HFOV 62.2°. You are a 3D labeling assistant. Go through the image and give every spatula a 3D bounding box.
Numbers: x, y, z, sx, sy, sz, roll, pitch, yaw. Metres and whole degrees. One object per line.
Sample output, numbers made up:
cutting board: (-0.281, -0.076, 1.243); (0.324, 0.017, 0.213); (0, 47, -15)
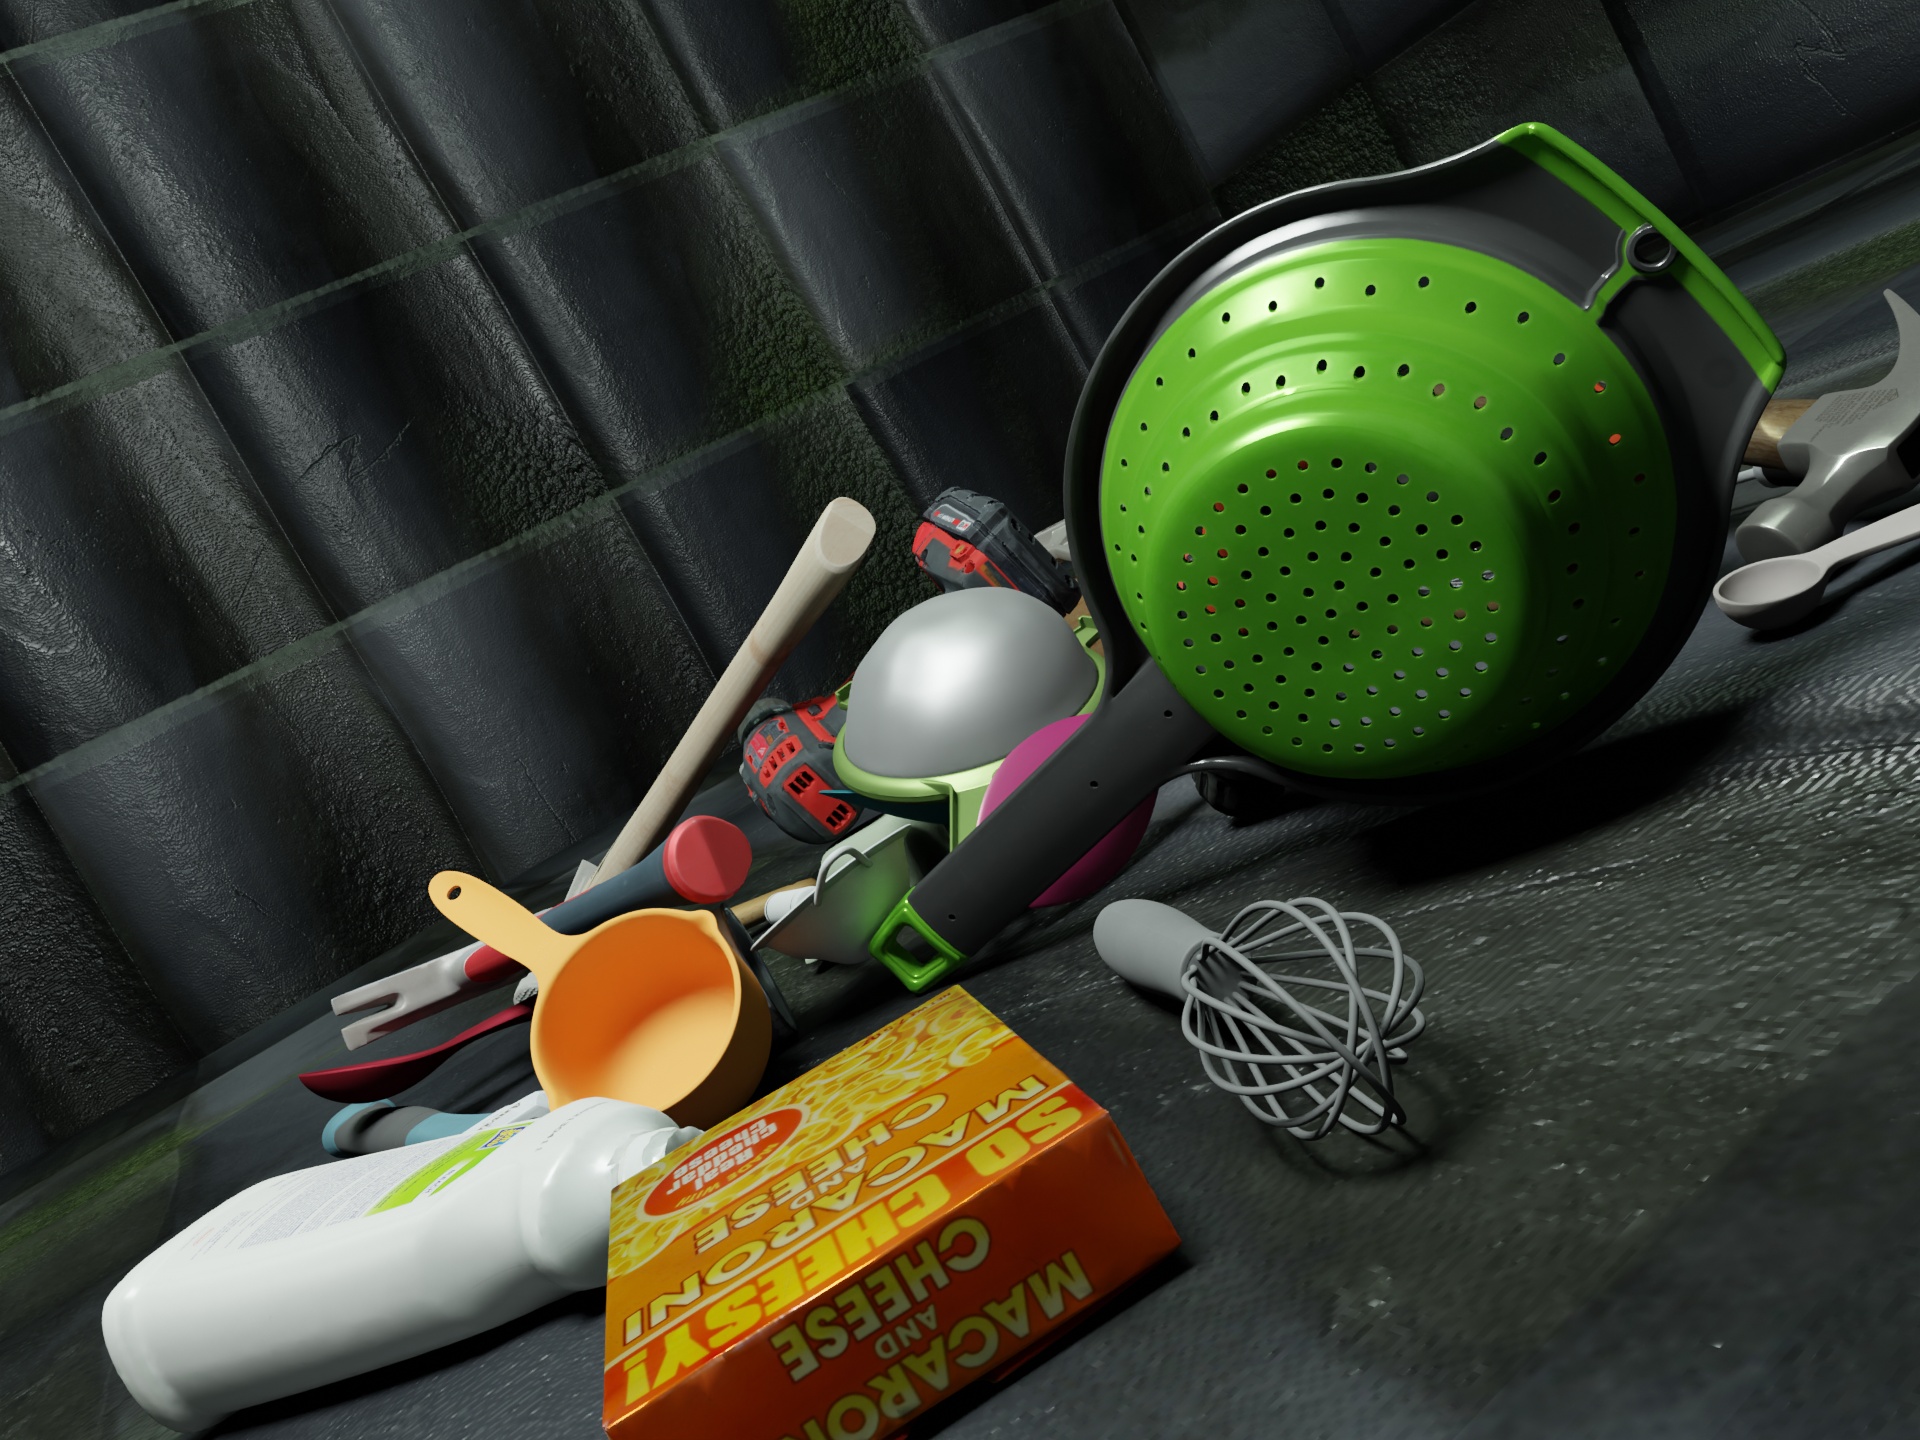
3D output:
spatula: (0.031, 0.018, 0.937); (0.082, 0.044, 0.317); (0, 14, 27)

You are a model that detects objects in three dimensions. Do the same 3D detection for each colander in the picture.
colander: (0.072, -0.001, 0.521); (0.397, 0.204, 0.094); (-47, 2, 34)

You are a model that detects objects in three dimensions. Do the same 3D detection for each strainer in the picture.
strainer: (-0.066, 0.088, 0.744); (0.087, 0.050, 0.258); (-37, 3, -16)
strainer: (-0.001, -0.002, 0.755); (0.151, 0.069, 0.257); (-15, 24, 7)

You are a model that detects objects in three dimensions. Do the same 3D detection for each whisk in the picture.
whisk: (0.068, 0.069, 0.439); (0.055, 0.055, 0.239); (-29, 2, -7)

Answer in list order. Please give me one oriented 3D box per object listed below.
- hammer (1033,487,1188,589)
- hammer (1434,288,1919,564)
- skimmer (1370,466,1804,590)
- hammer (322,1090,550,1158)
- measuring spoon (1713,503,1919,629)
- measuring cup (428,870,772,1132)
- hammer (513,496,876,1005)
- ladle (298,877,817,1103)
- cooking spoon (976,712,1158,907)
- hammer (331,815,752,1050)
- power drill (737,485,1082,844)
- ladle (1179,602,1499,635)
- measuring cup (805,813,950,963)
hammer: (0.117, -0.102, 0.979); (0.149, 0.036, 0.359); (-27, 15, -7)
hammer: (0.284, -0.134, 0.706); (0.130, 0.031, 0.331); (-43, 23, -6)
skimmer: (0.310, -0.127, 0.734); (0.127, 0.090, 0.363); (-30, 6, -24)
hammer: (-0.280, 0.217, 0.834); (0.128, 0.033, 0.331); (-32, 7, -34)
measuring spoon: (0.314, -0.057, 0.533); (0.124, 0.018, 0.034); (-22, 20, 1)
measuring cup: (-0.151, 0.110, 0.651); (0.174, 0.052, 0.095); (24, 68, 32)
hammer: (-0.166, 0.020, 0.996); (0.410, 0.038, 0.146); (-52, 15, 30)
ladle: (-0.223, 0.156, 0.934); (0.315, 0.031, 0.069); (-21, 0, -26)
cooking spoon: (0.119, -0.028, 0.726); (0.319, 0.069, 0.017); (-42, 3, -30)
hammer: (-0.212, 0.109, 0.800); (0.143, 0.038, 0.386); (-20, -3, -33)
power drill: (-0.049, -0.035, 0.974); (0.226, 0.080, 0.188); (-47, 21, -2)
ladle: (0.207, -0.060, 0.818); (0.078, 0.062, 0.320); (-24, 6, -28)
measuring cup: (-0.056, 0.086, 0.862); (0.083, 0.038, 0.167); (-26, 5, 21)
